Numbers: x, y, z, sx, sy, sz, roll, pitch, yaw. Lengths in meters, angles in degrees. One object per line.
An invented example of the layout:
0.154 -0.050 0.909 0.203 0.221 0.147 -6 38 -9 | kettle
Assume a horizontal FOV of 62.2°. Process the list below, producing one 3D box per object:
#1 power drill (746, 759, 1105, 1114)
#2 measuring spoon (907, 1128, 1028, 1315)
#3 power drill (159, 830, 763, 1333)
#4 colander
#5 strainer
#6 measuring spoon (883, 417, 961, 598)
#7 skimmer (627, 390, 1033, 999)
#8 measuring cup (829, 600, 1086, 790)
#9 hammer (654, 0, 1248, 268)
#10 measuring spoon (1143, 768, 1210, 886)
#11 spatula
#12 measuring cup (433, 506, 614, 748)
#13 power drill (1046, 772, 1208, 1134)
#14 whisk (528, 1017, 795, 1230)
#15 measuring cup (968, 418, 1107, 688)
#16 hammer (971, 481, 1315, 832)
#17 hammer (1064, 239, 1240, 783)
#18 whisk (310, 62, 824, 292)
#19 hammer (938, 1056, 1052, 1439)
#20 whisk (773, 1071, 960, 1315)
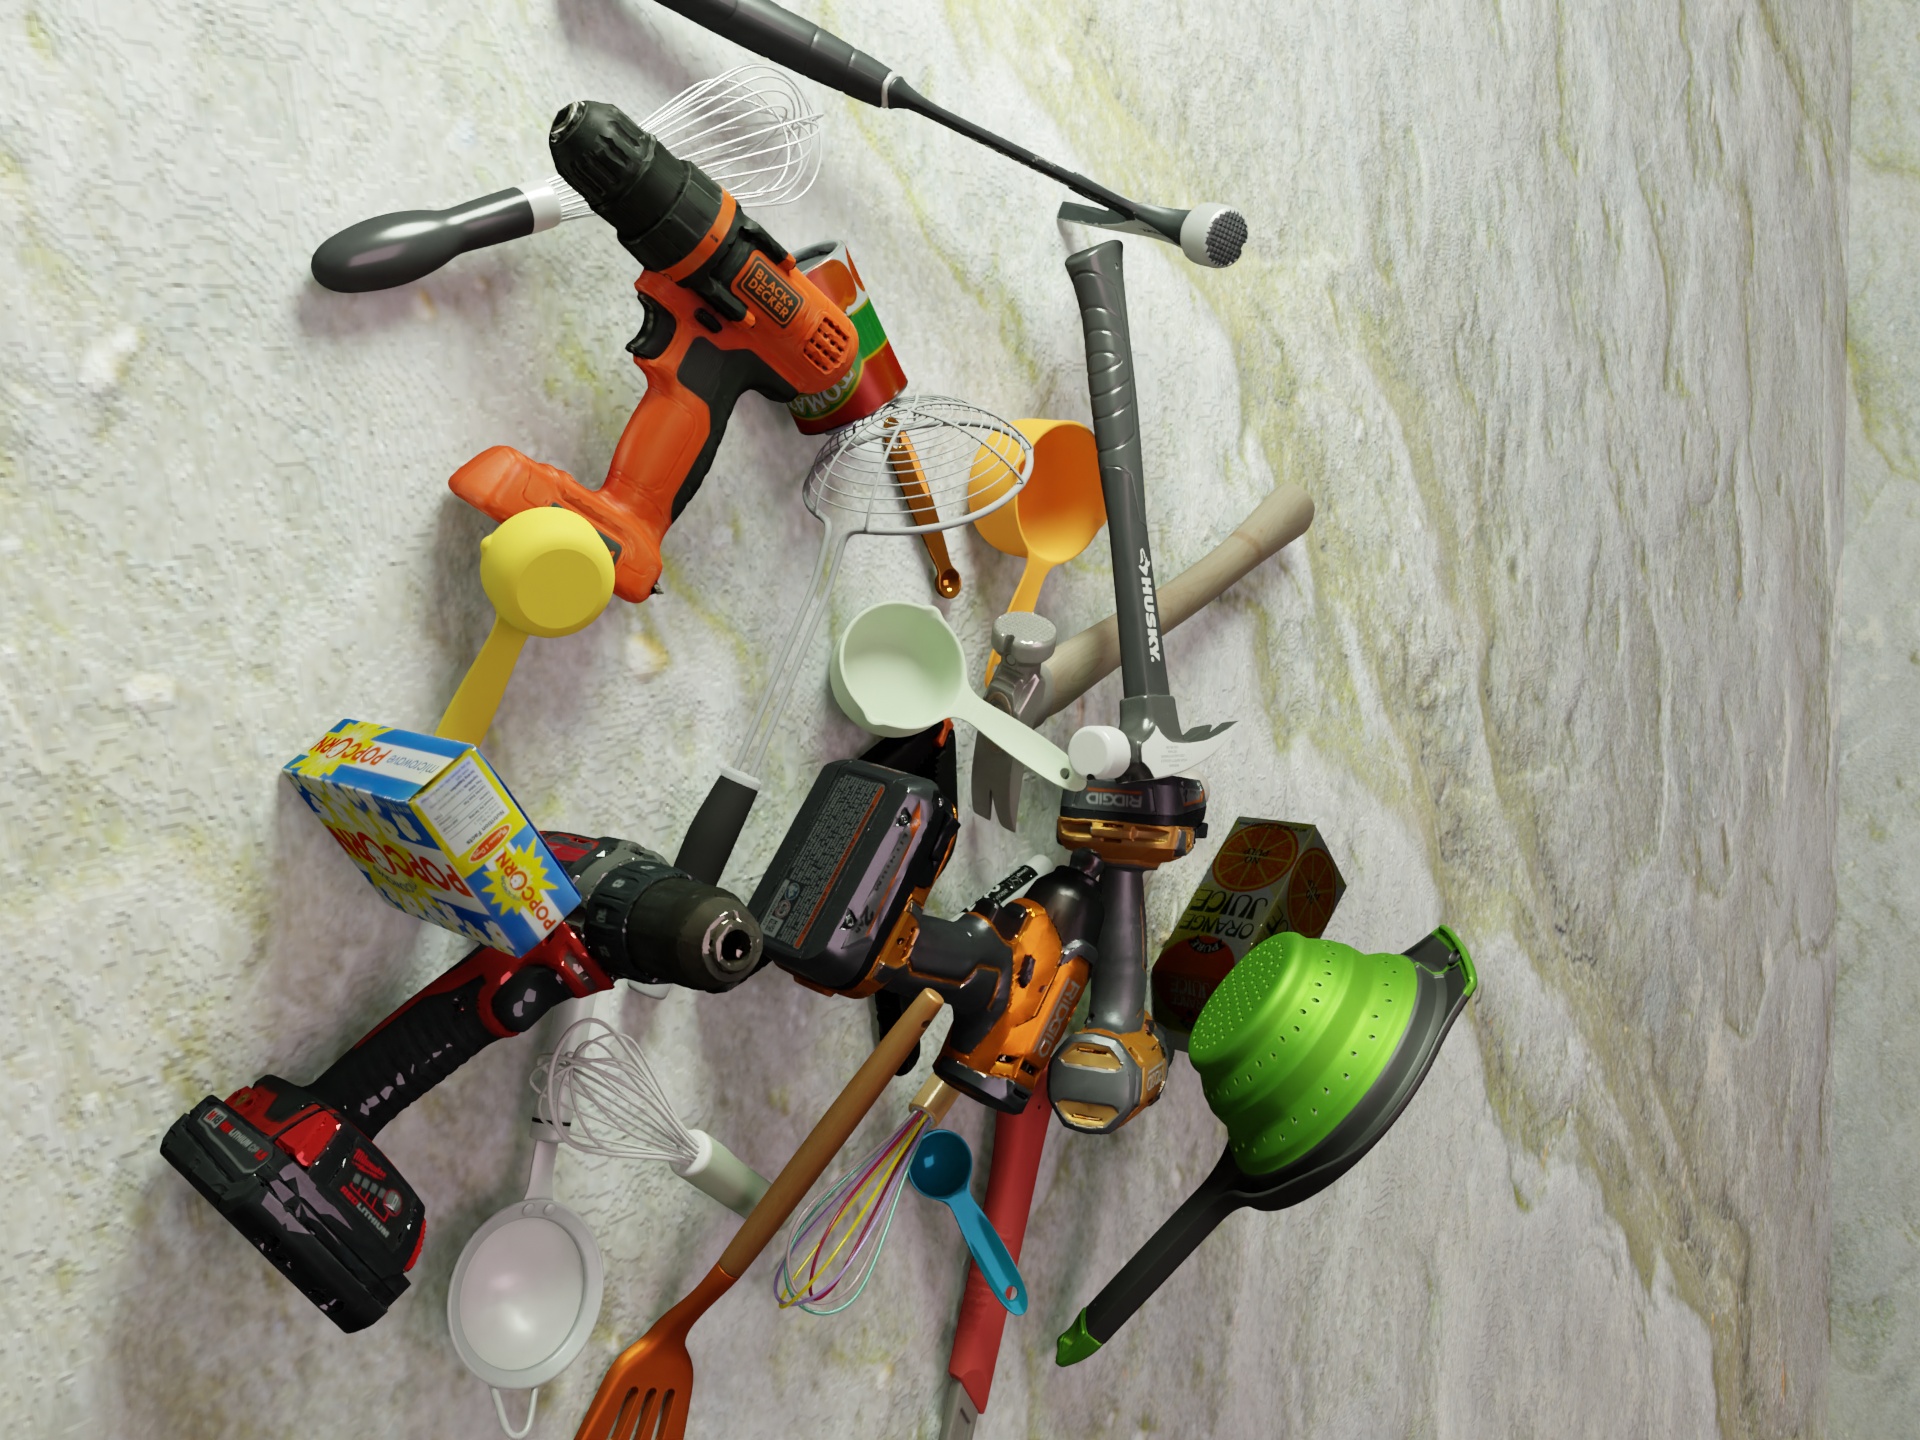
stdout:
-0.001 0.111 0.895 0.226 0.084 0.164 42 70 -43 | power drill
0.005 0.312 0.989 0.042 0.021 0.128 -29 93 -19 | measuring spoon
-0.199 0.137 0.670 0.227 0.188 0.080 -46 121 -29 | power drill
0.164 0.267 1.047 0.094 0.204 0.397 39 103 -3 | colander
-0.202 0.208 0.776 0.086 0.050 0.258 22 72 -45 | strainer
-0.025 -0.127 0.956 0.021 0.011 0.116 -38 116 -39 | measuring spoon
-0.076 -0.017 0.860 0.090 0.127 0.363 29 83 -55 | skimmer
-0.001 -0.003 0.922 0.167 0.038 0.083 33 65 -12 | measuring cup
-0.026 -0.340 0.872 0.408 0.149 0.036 12 106 -37 | hammer
0.150 0.086 1.151 0.124 0.018 0.034 -56 129 -26 | measuring spoon
-0.102 0.274 0.830 0.081 0.041 0.322 29 101 -44 | spatula
-0.206 -0.021 0.718 0.062 0.029 0.156 22 101 -39 | measuring cup
0.114 0.149 1.059 0.185 0.084 0.226 12 82 -71 | power drill
-0.141 0.216 0.806 0.246 0.058 0.059 58 36 -52 | whisk
0.032 -0.105 0.990 0.095 0.052 0.173 21 88 -48 | measuring cup
0.140 -0.070 1.097 0.410 0.038 0.146 -34 141 -45 | hammer
0.104 -0.130 0.970 0.146 0.035 0.335 0 82 -50 | hammer
-0.174 -0.251 0.755 0.284 0.070 0.070 -33 116 -34 | whisk
0.018 0.395 1.026 0.149 0.037 0.359 22 78 -45 | hammer
-0.032 0.253 0.951 0.245 0.051 0.047 -49 154 -38 | whisk
